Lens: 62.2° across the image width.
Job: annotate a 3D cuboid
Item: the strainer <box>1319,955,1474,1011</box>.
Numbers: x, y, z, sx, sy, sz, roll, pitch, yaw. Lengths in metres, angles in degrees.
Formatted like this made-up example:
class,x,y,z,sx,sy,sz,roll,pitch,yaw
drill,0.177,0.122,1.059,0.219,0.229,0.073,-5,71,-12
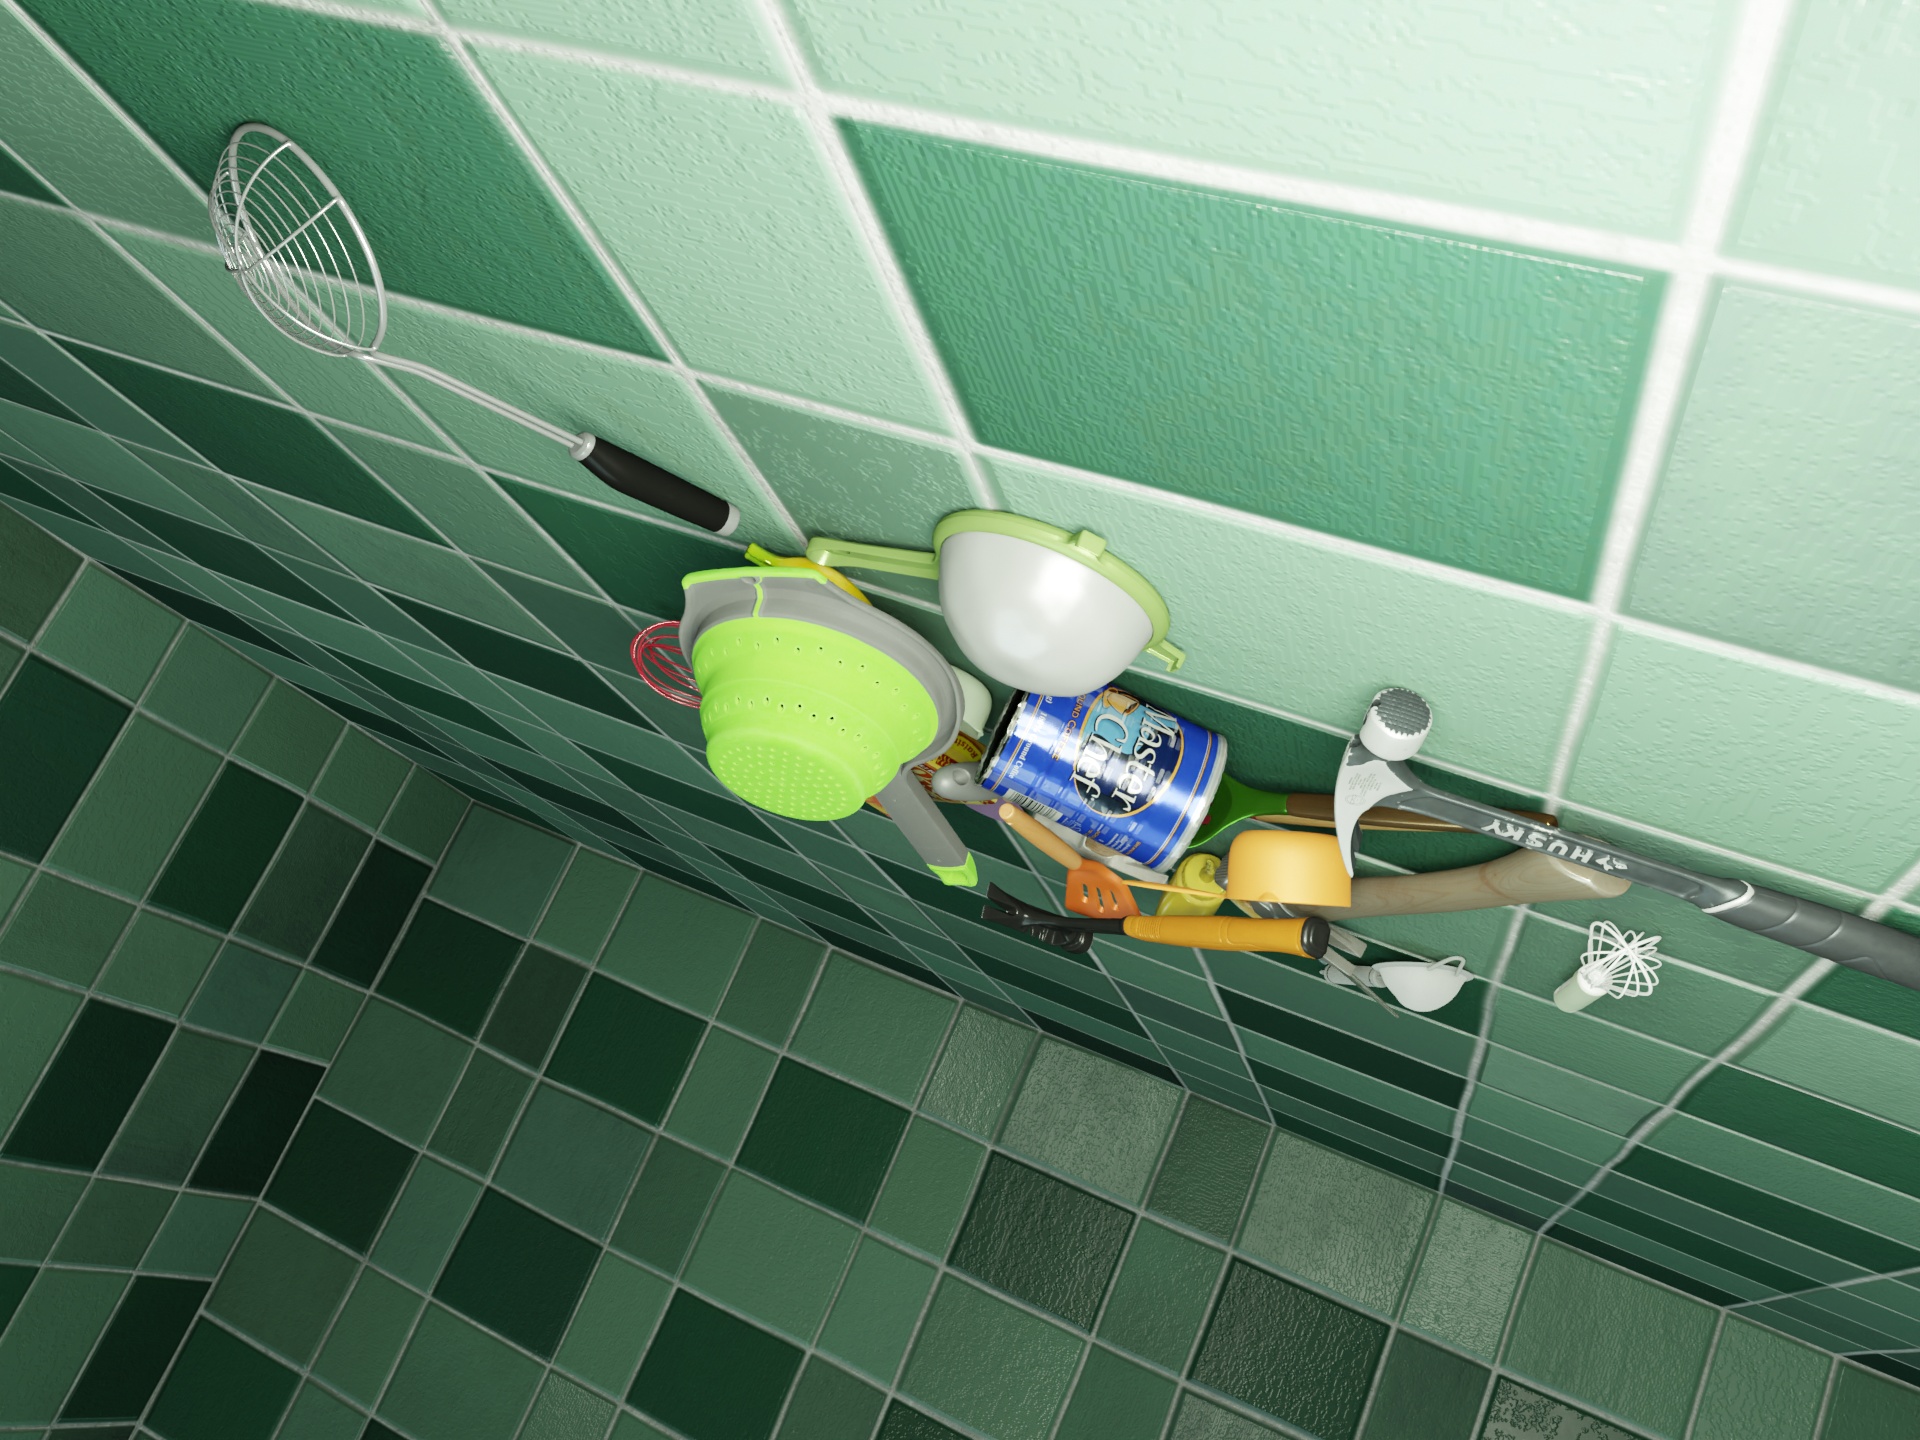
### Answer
class,x,y,z,sx,sy,sz,roll,pitch,yaw
strainer,0.392,0.239,1.465,0.087,0.050,0.258,12,171,-11

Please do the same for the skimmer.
class,x,y,z,sx,sy,sz,roll,pitch,yaw
skimmer,-0.267,-0.216,0.947,0.127,0.090,0.363,5,166,46

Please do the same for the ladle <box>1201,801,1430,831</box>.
class,x,y,z,sx,sy,sz,roll,pitch,yaw
ladle,0.235,0.065,1.135,0.069,0.031,0.315,29,164,-32

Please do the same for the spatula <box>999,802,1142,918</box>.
class,x,y,z,sx,sy,sz,roll,pitch,yaw
spatula,0.088,0.124,1.352,0.081,0.041,0.322,12,168,24

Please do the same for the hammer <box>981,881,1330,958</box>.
class,x,y,z,sx,sy,sz,roll,pitch,yaw
hammer,0.166,0.175,1.352,0.127,0.034,0.337,26,160,-35

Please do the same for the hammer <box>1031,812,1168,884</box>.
class,x,y,z,sx,sy,sz,roll,pitch,yaw
hammer,0.138,0.102,1.329,0.130,0.031,0.331,22,173,-2

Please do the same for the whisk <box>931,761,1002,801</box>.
class,x,y,z,sx,sy,sz,roll,pitch,yaw
whisk,0.051,0.047,1.174,0.055,0.055,0.238,14,-174,34

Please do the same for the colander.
class,x,y,z,sx,sy,sz,roll,pitch,yaw
colander,-0.077,0.049,1.134,0.204,0.095,0.396,0,146,26

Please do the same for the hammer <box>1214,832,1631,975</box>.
class,x,y,z,sx,sy,sz,roll,pitch,yaw
hammer,0.335,0.130,1.149,0.146,0.038,0.410,36,162,-10

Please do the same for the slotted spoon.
class,x,y,z,sx,sy,sz,roll,pitch,yaw
slotted spoon,0.244,0.060,1.064,0.314,0.070,0.031,2,176,44

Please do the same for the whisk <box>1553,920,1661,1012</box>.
class,x,y,z,sx,sy,sz,roll,pitch,yaw
whisk,0.467,0.188,1.170,0.059,0.058,0.246,56,179,20

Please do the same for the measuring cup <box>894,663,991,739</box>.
class,x,y,z,sx,sy,sz,roll,pitch,yaw
measuring cup,-0.002,-0.004,1.246,0.083,0.038,0.167,20,167,20

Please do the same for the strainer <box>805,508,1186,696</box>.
class,x,y,z,sx,sy,sz,roll,pitch,yaw
strainer,-0.001,-0.067,0.960,0.256,0.069,0.151,13,161,33

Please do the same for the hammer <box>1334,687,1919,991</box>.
class,x,y,z,sx,sy,sz,roll,pitch,yaw
hammer,0.409,0.097,0.898,0.409,0.036,0.149,19,145,8

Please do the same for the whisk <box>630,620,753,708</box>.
class,x,y,z,sx,sy,sz,roll,pitch,yaw
whisk,-0.150,-0.014,1.405,0.295,0.073,0.073,21,166,-9

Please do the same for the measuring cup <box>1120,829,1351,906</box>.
class,x,y,z,sx,sy,sz,roll,pitch,yaw
measuring cup,0.199,0.104,1.158,0.174,0.052,0.095,3,174,30

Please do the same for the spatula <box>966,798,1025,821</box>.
class,x,y,z,sx,sy,sz,roll,pitch,yaw
spatula,0.051,0.064,1.431,0.060,0.018,0.316,24,166,-3
